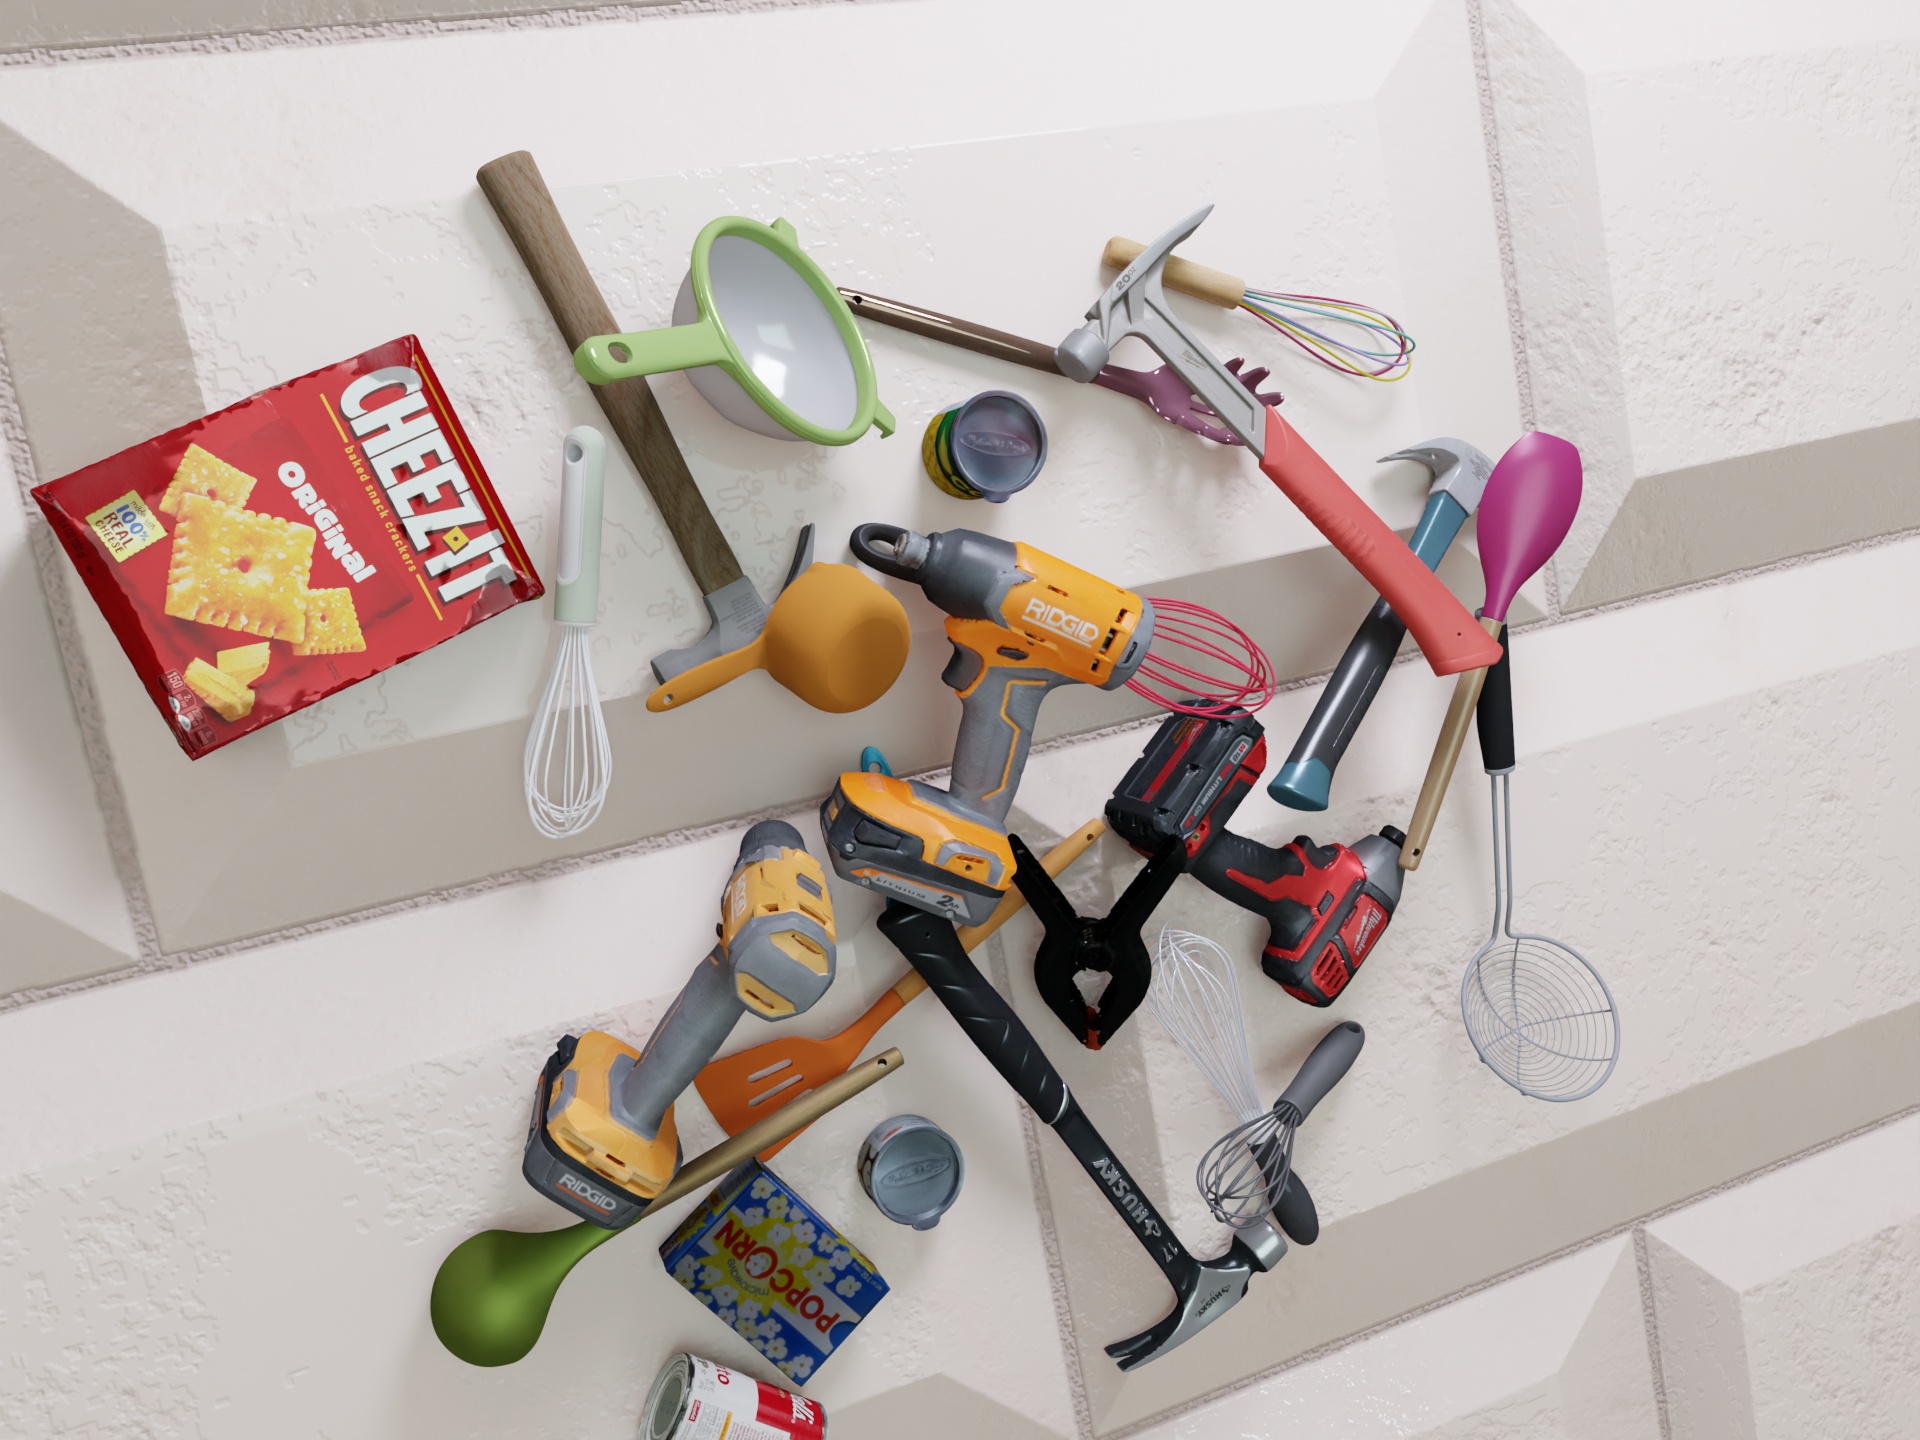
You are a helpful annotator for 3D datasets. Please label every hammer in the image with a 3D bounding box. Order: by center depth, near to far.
[{"bbox_3d":[-0.195,-0.185,0.966,0.130,0.031,0.331,-30,103,-16],"label":"hammer"},{"bbox_3d":[0.234,-0.170,1.061,0.359,0.037,0.149,44,77,-6],"label":"hammer"},{"bbox_3d":[0.070,0.275,1.076,0.149,0.036,0.408,-40,111,-12],"label":"hammer"},{"bbox_3d":[0.300,-0.069,1.113,0.128,0.033,0.331,42,64,-17],"label":"hammer"}]

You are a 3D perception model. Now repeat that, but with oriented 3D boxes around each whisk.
[{"bbox_3d":[-0.230,-0.050,0.942,0.059,0.058,0.246,-8,104,-61],"label":"whisk"},{"bbox_3d":[0.068,-0.070,1.033,0.296,0.073,0.073,20,87,-4],"label":"whisk"},{"bbox_3d":[0.229,0.271,1.095,0.239,0.055,0.055,-32,106,-48],"label":"whisk"},{"bbox_3d":[0.212,-0.286,1.104,0.245,0.051,0.047,14,94,-17],"label":"whisk"},{"bbox_3d":[0.199,0.262,1.132,0.070,0.070,0.284,-31,109,-16],"label":"whisk"}]

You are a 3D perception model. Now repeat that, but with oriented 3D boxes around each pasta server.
[{"bbox_3d":[0.069,-0.240,1.056,0.316,0.040,0.060,12,84,-19],"label":"pasta server"}]

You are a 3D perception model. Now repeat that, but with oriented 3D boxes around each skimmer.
[{"bbox_3d":[0.416,0.099,1.158,0.127,0.090,0.363,-15,108,-18],"label":"skimmer"}]

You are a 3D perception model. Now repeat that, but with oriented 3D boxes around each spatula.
[{"bbox_3d":[-0.027,0.166,1.058,0.322,0.041,0.081,-38,107,-18],"label":"spatula"}]

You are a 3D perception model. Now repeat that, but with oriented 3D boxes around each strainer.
[{"bbox_3d":[-0.146,-0.205,0.910,0.151,0.069,0.256,62,32,-2],"label":"strainer"}]

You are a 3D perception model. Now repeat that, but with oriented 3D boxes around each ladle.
[{"bbox_3d":[-0.175,0.290,0.984,0.320,0.062,0.078,-28,69,-16],"label":"ladle"}]

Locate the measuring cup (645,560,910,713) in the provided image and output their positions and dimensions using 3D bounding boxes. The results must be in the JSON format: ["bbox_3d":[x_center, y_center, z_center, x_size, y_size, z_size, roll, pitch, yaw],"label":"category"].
[{"bbox_3d":[-0.105,-0.032,0.966,0.173,0.052,0.095,-27,134,-33],"label":"measuring cup"}]

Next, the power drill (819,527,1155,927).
[{"bbox_3d":[-0.002,-0.003,0.969,0.164,0.084,0.226,23,103,-19],"label":"power drill"}]

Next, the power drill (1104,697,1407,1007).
[{"bbox_3d":[0.220,0.088,1.116,0.219,0.078,0.143,41,80,-21],"label":"power drill"}]

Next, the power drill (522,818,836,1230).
[{"bbox_3d":[-0.159,0.166,0.950,0.084,0.185,0.226,37,100,-19],"label":"power drill"}]

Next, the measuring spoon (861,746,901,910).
[{"bbox_3d":[-0.043,0.079,1.051,0.042,0.021,0.128,-17,90,-17],"label":"measuring spoon"}]

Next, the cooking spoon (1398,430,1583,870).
[{"bbox_3d":[0.364,-0.046,1.114,0.068,0.017,0.319,17,95,-5],"label":"cooking spoon"}]
